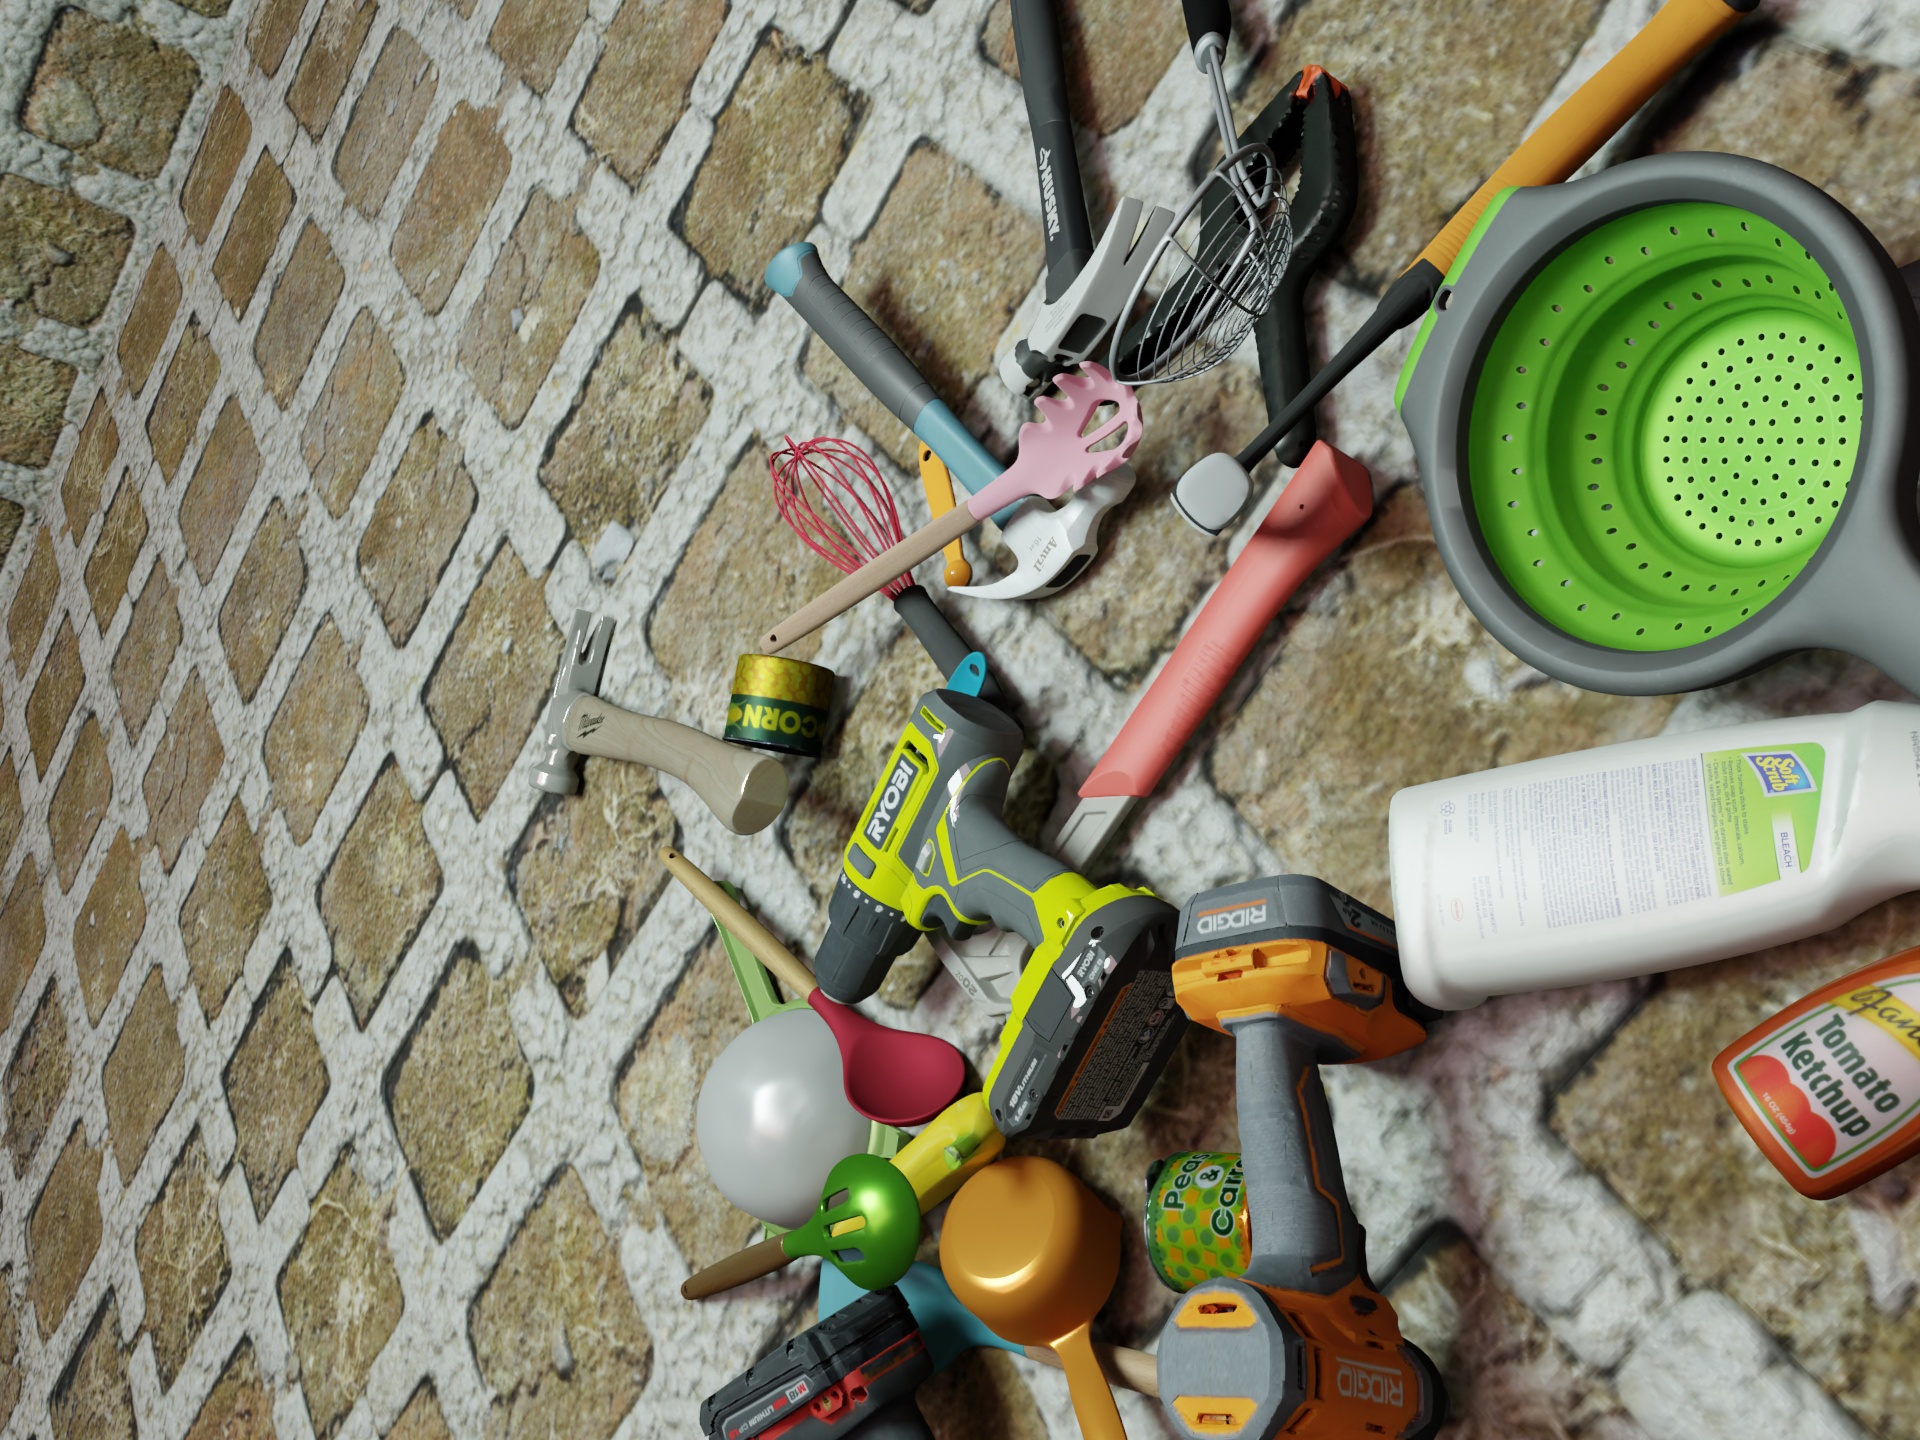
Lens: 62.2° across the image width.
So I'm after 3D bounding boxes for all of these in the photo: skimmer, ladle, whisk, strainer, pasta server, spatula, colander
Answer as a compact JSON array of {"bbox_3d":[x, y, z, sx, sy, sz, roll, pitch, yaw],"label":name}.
[{"bbox_3d":[0.112,-0.323,0.841,0.127,0.090,0.364,107,165,-53],"label":"skimmer"},{"bbox_3d":[-0.106,0.159,0.999,0.316,0.069,0.031,34,144,40],"label":"ladle"},{"bbox_3d":[-0.041,-0.089,1.007,0.073,0.073,0.296,-52,54,22],"label":"whisk"},{"bbox_3d":[-0.137,0.206,1.014,0.151,0.069,0.257,-46,53,27],"label":"strainer"},{"bbox_3d":[-0.015,-0.110,0.928,0.316,0.040,0.060,-29,79,35],"label":"pasta server"},{"bbox_3d":[0.050,0.329,0.817,0.317,0.044,0.082,-6,80,43],"label":"spatula"},{"bbox_3d":[0.329,-0.062,0.580,0.398,0.094,0.204,54,135,40],"label":"colander"}]

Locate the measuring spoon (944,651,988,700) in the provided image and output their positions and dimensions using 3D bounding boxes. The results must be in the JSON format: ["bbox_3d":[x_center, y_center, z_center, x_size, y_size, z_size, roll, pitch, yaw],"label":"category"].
[{"bbox_3d":[-0.001,-0.003,0.939,0.042,0.021,0.128,51,143,17],"label":"measuring spoon"}]

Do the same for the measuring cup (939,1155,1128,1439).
[{"bbox_3d":[0.043,0.292,0.785,0.095,0.052,0.174,-32,37,6],"label":"measuring cup"}]

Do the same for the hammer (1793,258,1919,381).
[{"bbox_3d":[0.493,-0.218,0.526,0.409,0.036,0.149,-23,63,39],"label":"hammer"}]

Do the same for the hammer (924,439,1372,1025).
[{"bbox_3d":[0.097,0.006,0.859,0.359,0.036,0.149,-58,47,18],"label":"hammer"}]

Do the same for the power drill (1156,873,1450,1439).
[{"bbox_3d":[0.157,0.197,0.683,0.084,0.164,0.227,-19,54,40],"label":"power drill"}]

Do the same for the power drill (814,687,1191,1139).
[{"bbox_3d":[0.011,0.115,0.840,0.229,0.080,0.190,42,112,45],"label":"power drill"}]

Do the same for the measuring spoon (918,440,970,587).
[{"bbox_3d":[-0.014,-0.135,1.022,0.021,0.011,0.117,-32,59,35],"label":"measuring spoon"}]

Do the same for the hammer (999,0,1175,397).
[{"bbox_3d":[0.058,-0.376,0.981,0.146,0.035,0.335,-40,49,52],"label":"hammer"}]

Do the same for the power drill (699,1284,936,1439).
[{"bbox_3d":[-0.044,0.437,0.834,0.188,0.080,0.227,-44,70,30],"label":"power drill"}]

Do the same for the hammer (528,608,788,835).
[{"bbox_3d":[-0.213,0.006,1.102,0.411,0.038,0.146,12,88,59],"label":"hammer"}]

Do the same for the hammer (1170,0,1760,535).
[{"bbox_3d":[0.227,-0.213,0.739,0.337,0.127,0.034,-45,90,10],"label":"hammer"}]

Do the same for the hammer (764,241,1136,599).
[{"bbox_3d":[-0.026,-0.199,0.995,0.331,0.033,0.128,51,124,29],"label":"hammer"}]

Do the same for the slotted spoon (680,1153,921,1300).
[{"bbox_3d":[-0.107,0.314,0.931,0.313,0.031,0.070,-42,59,51],"label":"slotted spoon"}]
